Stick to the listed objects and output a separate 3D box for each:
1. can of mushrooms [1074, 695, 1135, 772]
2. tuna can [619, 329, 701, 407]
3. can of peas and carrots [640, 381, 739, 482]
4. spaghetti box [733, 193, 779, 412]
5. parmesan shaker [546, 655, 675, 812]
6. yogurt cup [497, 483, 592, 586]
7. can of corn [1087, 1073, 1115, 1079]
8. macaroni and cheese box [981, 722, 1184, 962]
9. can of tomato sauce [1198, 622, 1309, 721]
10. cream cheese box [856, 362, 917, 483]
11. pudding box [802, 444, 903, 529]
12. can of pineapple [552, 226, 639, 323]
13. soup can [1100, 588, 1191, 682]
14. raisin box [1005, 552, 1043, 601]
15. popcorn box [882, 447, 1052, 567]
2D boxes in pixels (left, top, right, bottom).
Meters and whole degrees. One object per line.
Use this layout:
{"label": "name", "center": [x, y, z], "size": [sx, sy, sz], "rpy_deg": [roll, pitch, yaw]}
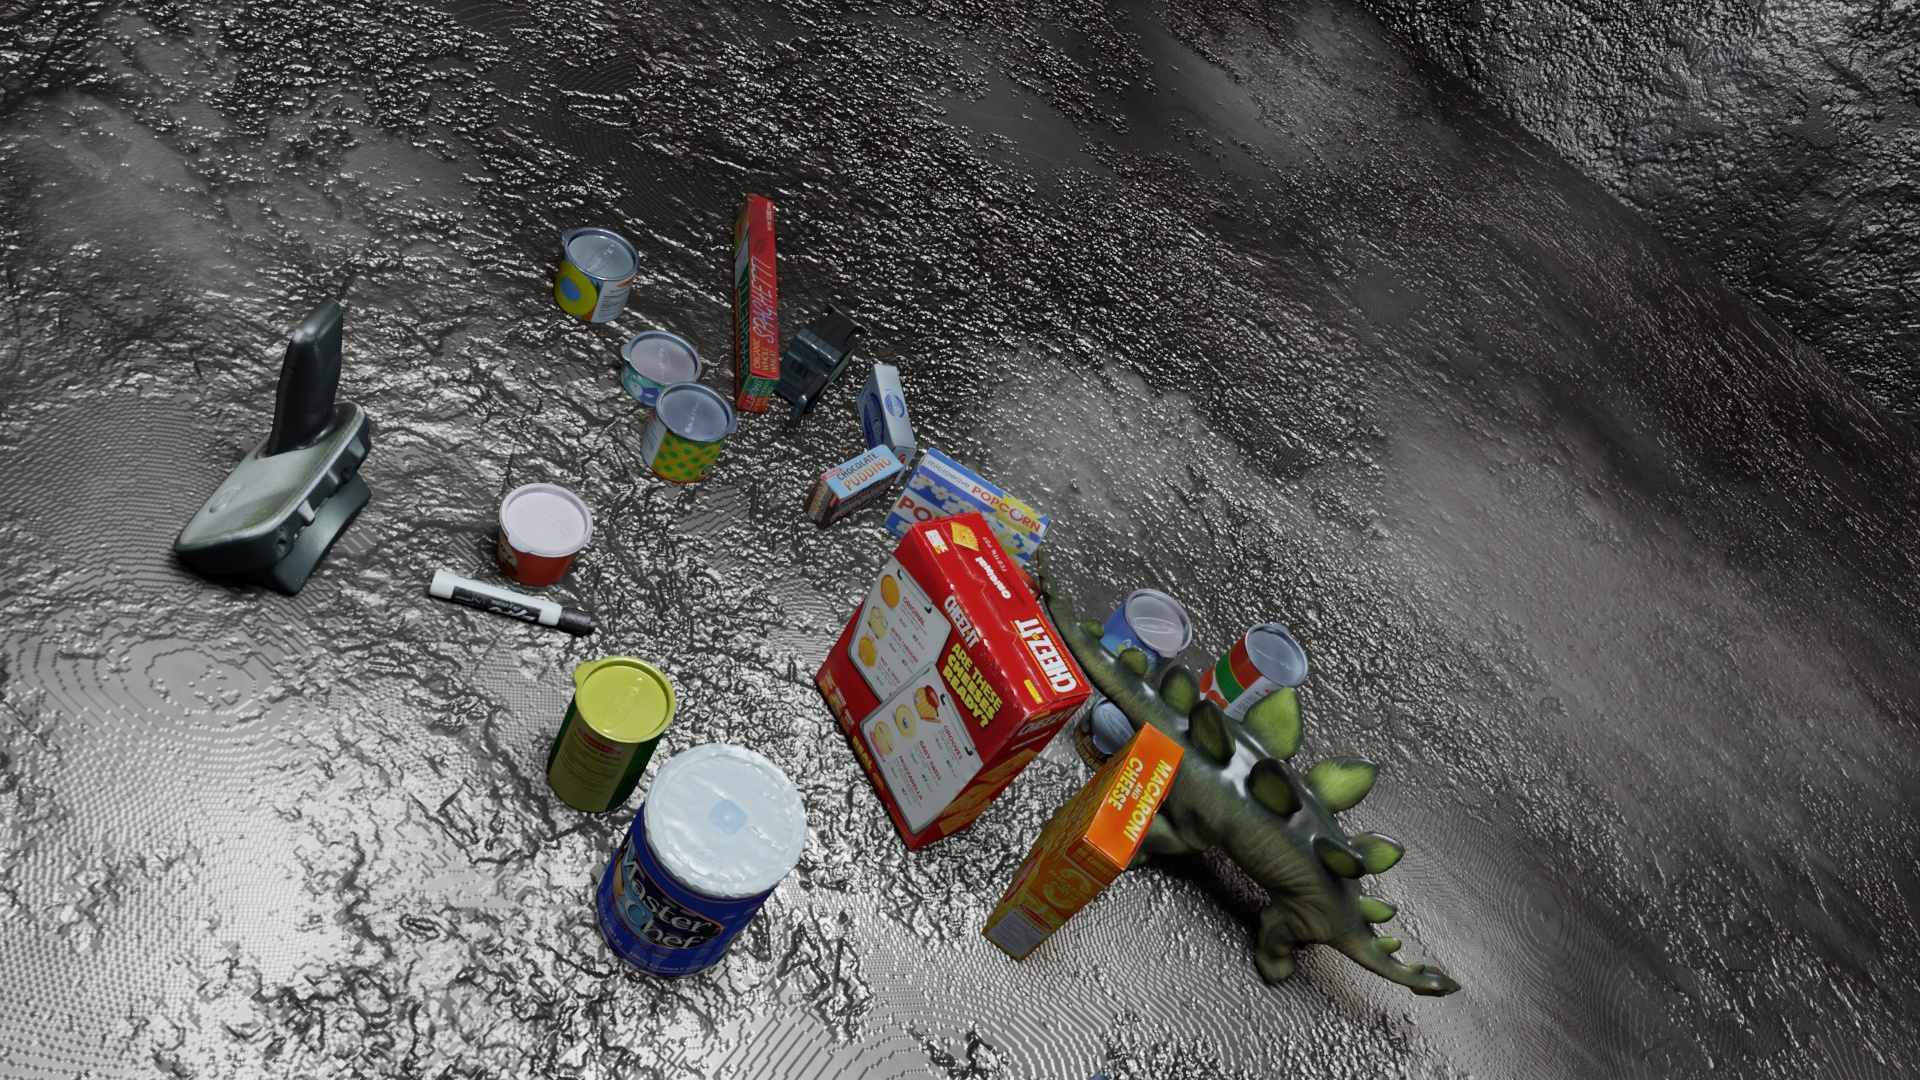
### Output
{"label": "can of mushrooms", "center": [0.131, 0.168, 1.185], "size": [0.071, 0.033, 0.071], "rpy_deg": [16, 48, -18]}
{"label": "tuna can", "center": [-0.267, -0.151, 1.224], "size": [0.071, 0.032, 0.071], "rpy_deg": [16, 48, -18]}
{"label": "can of peas and carrots", "center": [-0.230, -0.091, 1.177], "size": [0.071, 0.058, 0.071], "rpy_deg": [16, 48, -18]}
{"label": "spaghetti box", "center": [-0.195, -0.228, 1.317], "size": [0.029, 0.050, 0.251], "rpy_deg": [11, 49, -23]}
{"label": "parmesan shaker", "center": [-0.243, 0.132, 0.952], "size": [0.071, 0.102, 0.072], "rpy_deg": [16, 48, -18]}
{"label": "yogurt cup", "center": [-0.319, -0.002, 1.055], "size": [0.072, 0.053, 0.073], "rpy_deg": [16, 48, -18]}
{"label": "can of corn", "center": [0.094, 0.408, 0.946], "size": [0.071, 0.058, 0.071], "rpy_deg": [16, 48, -18]}
{"label": "macaroni and cheese box", "center": [0.091, 0.223, 1.022], "size": [0.040, 0.165, 0.124], "rpy_deg": [37, 45, 2]}
{"label": "can of tomato sauce", "center": [0.265, 0.123, 1.265], "size": [0.071, 0.082, 0.071], "rpy_deg": [16, 48, -18]}
{"label": "cream cheese box", "center": [-0.070, -0.108, 1.287], "size": [0.024, 0.053, 0.104], "rpy_deg": [5, 52, -27]}
{"label": "pudding box", "center": [-0.094, -0.048, 1.225], "size": [0.030, 0.049, 0.084], "rpy_deg": [48, 46, 13]}
{"label": "can of pineapple", "center": [-0.328, -0.239, 1.245], "size": [0.071, 0.057, 0.071], "rpy_deg": [16, 48, -18]}
{"label": "soup can", "center": [0.155, 0.094, 1.225], "size": [0.071, 0.083, 0.072], "rpy_deg": [16, 48, -18]}
{"label": "raisin box", "center": [0.003, 0.054, 1.144], "size": [0.086, 0.122, 0.040], "rpy_deg": [46, 46, 12]}
{"label": "popcorn box", "center": [0.004, -0.015, 1.229], "size": [0.127, 0.084, 0.038], "rpy_deg": [31, 45, -3]}
